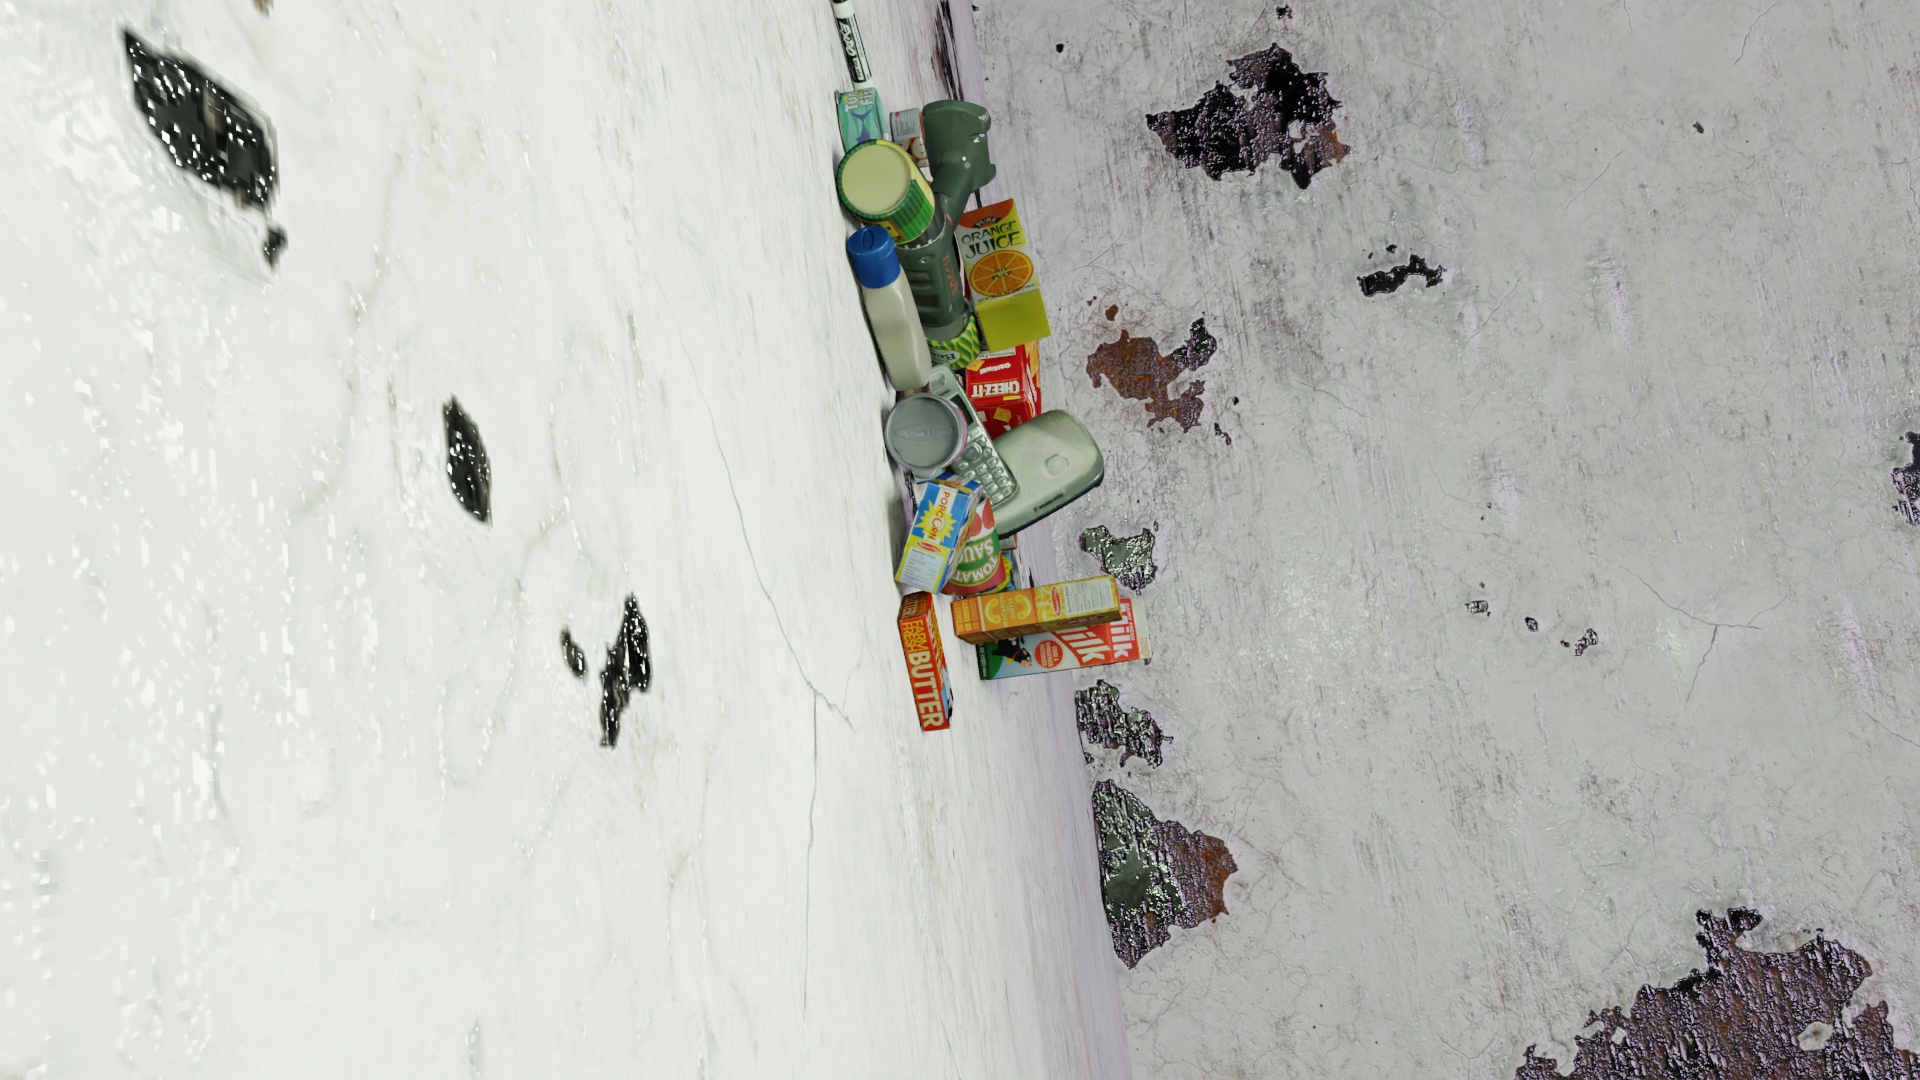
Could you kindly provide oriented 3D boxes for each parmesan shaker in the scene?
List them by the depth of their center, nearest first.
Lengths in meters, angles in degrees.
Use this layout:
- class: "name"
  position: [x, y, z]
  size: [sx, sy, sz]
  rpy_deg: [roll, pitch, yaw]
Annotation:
- class: "parmesan shaker"
  position: [-0.064, -0.293, 1.162]
  size: [0.103, 0.071, 0.071]
  rpy_deg: [-7, 88, -82]

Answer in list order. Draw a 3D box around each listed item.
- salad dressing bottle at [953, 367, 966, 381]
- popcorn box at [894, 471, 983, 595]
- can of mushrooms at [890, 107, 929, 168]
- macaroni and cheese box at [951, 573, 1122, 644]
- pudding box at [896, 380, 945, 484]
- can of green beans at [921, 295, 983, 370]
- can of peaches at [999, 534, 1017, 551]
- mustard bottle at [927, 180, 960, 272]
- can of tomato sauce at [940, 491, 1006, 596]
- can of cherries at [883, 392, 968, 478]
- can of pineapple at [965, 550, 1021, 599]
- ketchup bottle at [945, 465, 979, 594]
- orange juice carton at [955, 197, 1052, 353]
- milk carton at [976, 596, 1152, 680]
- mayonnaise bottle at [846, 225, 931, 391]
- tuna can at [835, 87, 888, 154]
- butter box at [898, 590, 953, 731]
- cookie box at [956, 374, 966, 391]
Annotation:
- class: "salad dressing bottle"
  position: [0.004, -0.187, 1.661]
  size: [0.064, 0.044, 0.147]
  rpy_deg: [-93, 172, -50]
- class: "popcorn box"
  position: [-0.016, -0.008, 1.150]
  size: [0.127, 0.038, 0.085]
  rpy_deg: [-48, 157, -81]
- class: "can of mushrooms"
  position: [-0.055, -0.447, 1.554]
  size: [0.071, 0.033, 0.071]
  rpy_deg: [-13, 93, -83]
- class: "macaroni and cheese box"
  position: [0.082, 0.073, 1.443]
  size: [0.123, 0.166, 0.040]
  rpy_deg: [48, 33, -78]
- class: "pudding box"
  position: [-0.035, -0.100, 1.278]
  size: [0.050, 0.030, 0.083]
  rpy_deg: [-88, 167, -62]
- class: "can of green beans"
  position: [-0.013, -0.222, 1.470]
  size: [0.057, 0.071, 0.071]
  rpy_deg: [63, 19, -67]
- class: "can of peaches"
  position: [0.033, -0.018, 1.612]
  size: [0.071, 0.058, 0.071]
  rpy_deg: [-12, 93, -83]
- class: "mustard bottle"
  position: [-0.035, -0.347, 1.521]
  size: [0.159, 0.049, 0.065]
  rpy_deg: [69, 11, -61]
- class: "can of tomato sauce"
  position: [0.004, 0.003, 1.310]
  size: [0.071, 0.071, 0.082]
  rpy_deg: [-80, 159, -70]
- class: "can of cherries"
  position: [-0.029, -0.089, 1.179]
  size: [0.058, 0.071, 0.071]
  rpy_deg: [-38, 118, -84]
- class: "can of pineapple"
  position: [0.035, 0.047, 1.545]
  size: [0.071, 0.058, 0.071]
  rpy_deg: [-12, 93, -83]
- class: "ketchup bottle"
  position: [0.005, -0.018, 1.430]
  size: [0.065, 0.043, 0.148]
  rpy_deg: [-6, 88, -61]
- class: "orange juice carton"
  position: [0.041, -0.301, 1.502]
  size: [0.072, 0.072, 0.193]
  rpy_deg: [68, 8, -52]
- class: "milk carton"
  position: [0.115, 0.111, 1.563]
  size: [0.073, 0.190, 0.072]
  rpy_deg: [37, 44, -80]
- class: "mayonnaise bottle"
  position: [-0.059, -0.197, 1.172]
  size: [0.147, 0.041, 0.065]
  rpy_deg: [71, 11, -49]
- class: "tuna can"
  position: [-0.084, -0.361, 1.207]
  size: [0.071, 0.033, 0.071]
  rpy_deg: [-12, 93, -83]
- class: "butter box"
  position: [-0.027, 0.096, 1.118]
  size: [0.053, 0.024, 0.103]
  rpy_deg: [-82, 162, -69]
- class: "cookie box"
  position: [0.001, -0.112, 1.551]
  size: [0.167, 0.040, 0.123]
  rpy_deg: [7, 74, -82]
